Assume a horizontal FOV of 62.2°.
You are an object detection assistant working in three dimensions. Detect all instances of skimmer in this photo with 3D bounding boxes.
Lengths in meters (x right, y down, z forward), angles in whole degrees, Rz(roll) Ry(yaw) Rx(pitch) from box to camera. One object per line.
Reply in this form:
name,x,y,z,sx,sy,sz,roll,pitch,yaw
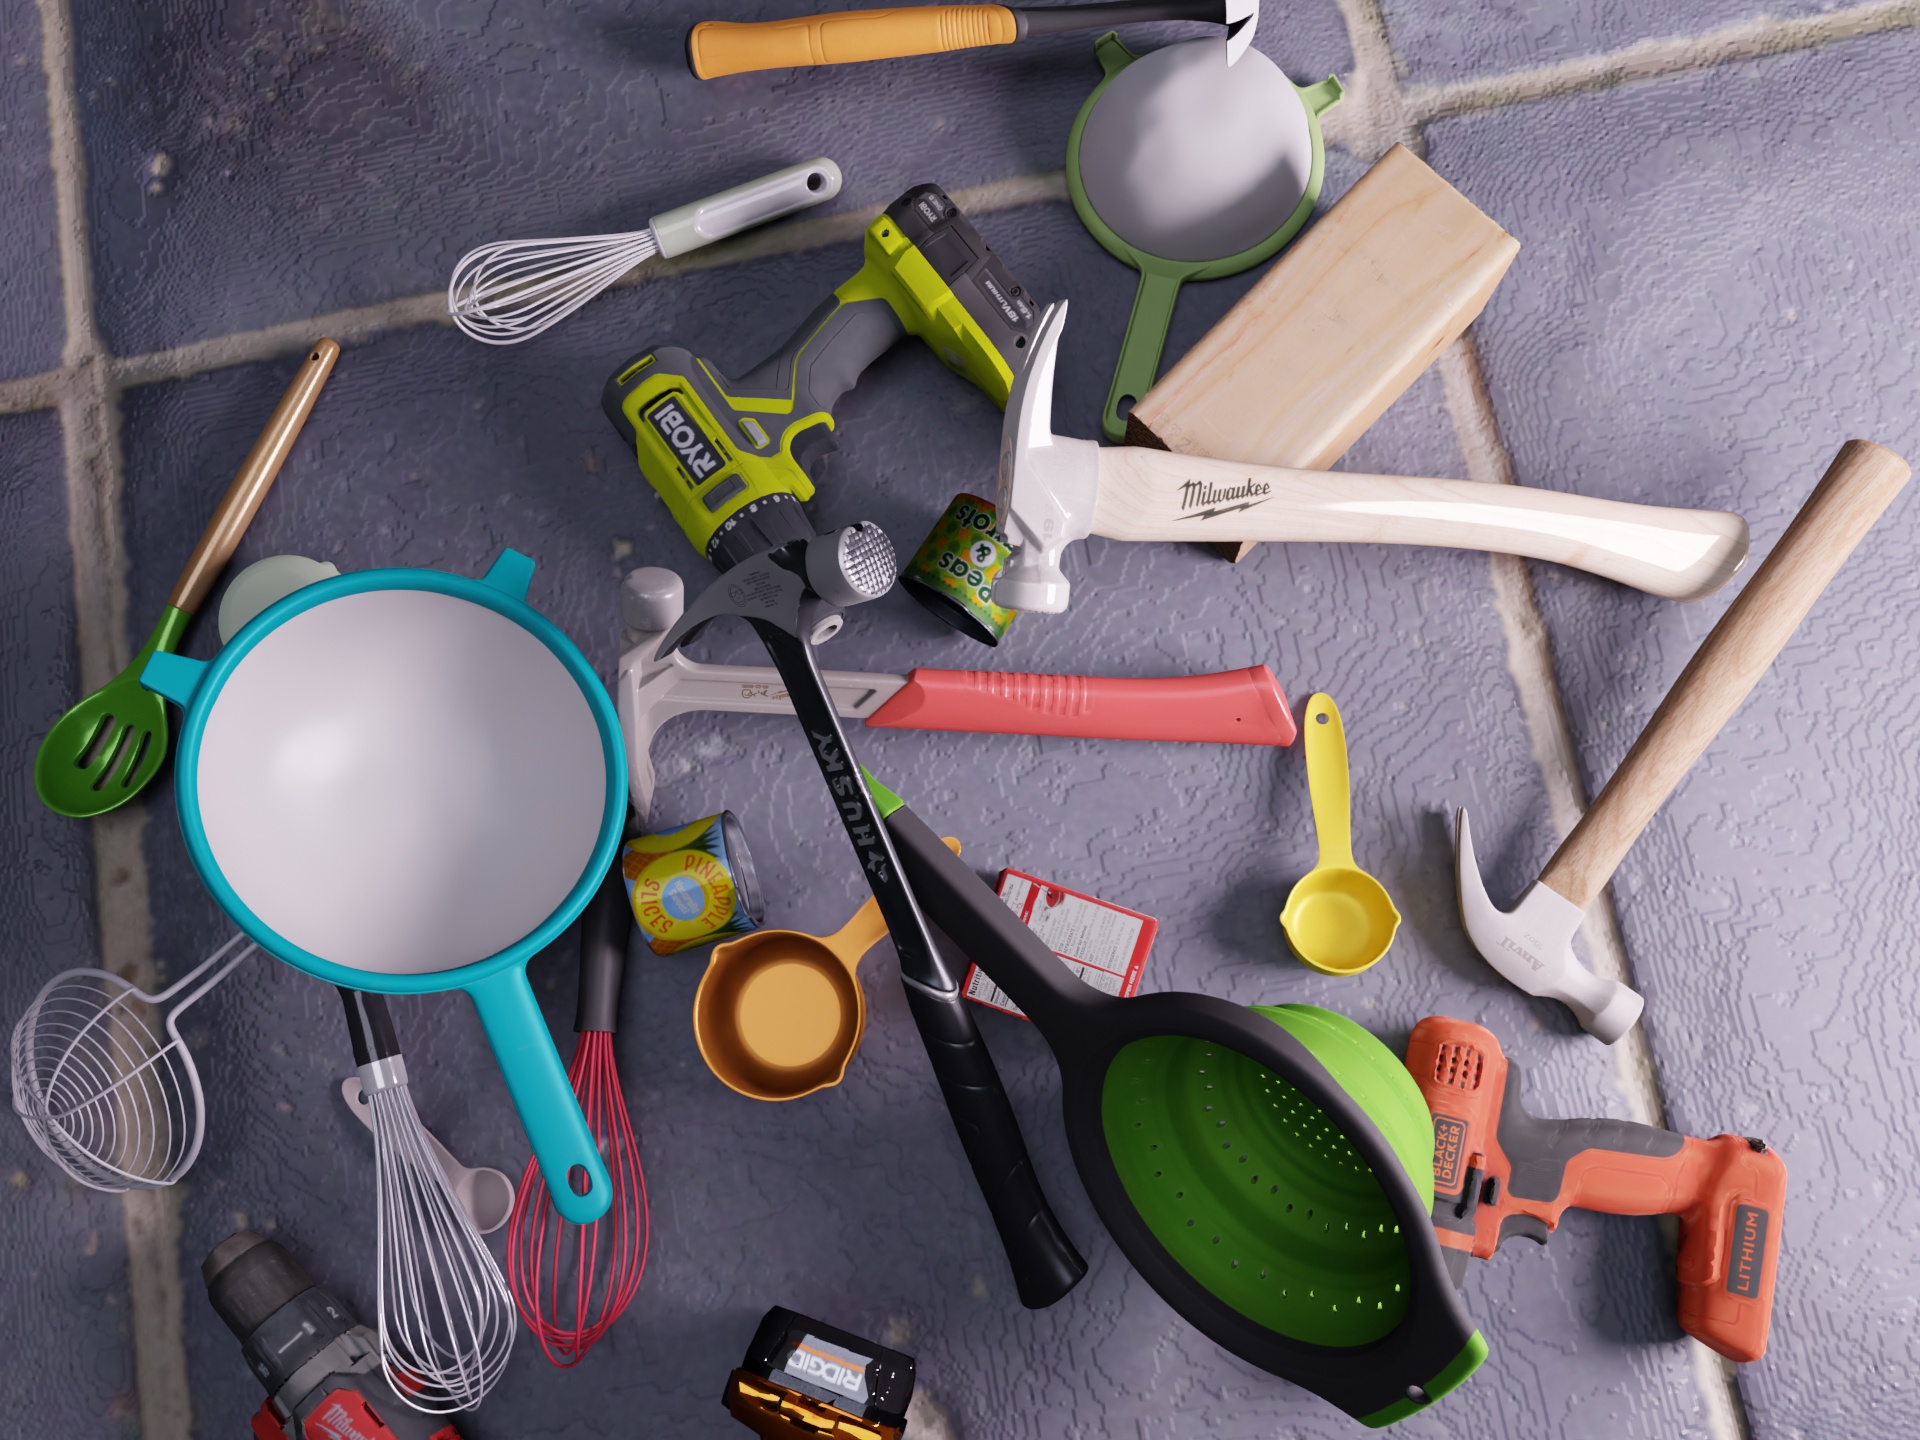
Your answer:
skimmer,-0.365,0.106,0.885,0.127,0.090,0.363,44,75,7

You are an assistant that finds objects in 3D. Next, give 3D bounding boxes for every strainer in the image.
strainer,-0.260,0.094,0.812,0.211,0.095,0.340,-22,90,-29
strainer,0.121,-0.285,0.899,0.151,0.069,0.256,15,79,7

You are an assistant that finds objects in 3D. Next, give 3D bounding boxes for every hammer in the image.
hammer,-0.027,0.110,0.775,0.149,0.036,0.408,-11,105,41
hammer,-0.001,-0.003,0.853,0.359,0.149,0.037,3,35,-4
hammer,0.219,-0.116,0.804,0.410,0.038,0.146,3,100,-15
hammer,0.376,-0.003,0.824,0.130,0.031,0.331,35,92,11
hammer,0.000,-0.397,0.916,0.337,0.034,0.127,0,36,12

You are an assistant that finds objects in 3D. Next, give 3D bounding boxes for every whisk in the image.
whisk,-0.195,0.185,0.844,0.073,0.073,0.296,1,74,5
whisk,-0.289,0.214,0.820,0.070,0.070,0.285,-17,83,1
whisk,-0.186,-0.281,0.936,0.246,0.059,0.057,-21,117,-4

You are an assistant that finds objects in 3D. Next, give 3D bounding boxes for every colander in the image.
colander,0.099,0.149,0.779,0.397,0.204,0.094,44,49,18

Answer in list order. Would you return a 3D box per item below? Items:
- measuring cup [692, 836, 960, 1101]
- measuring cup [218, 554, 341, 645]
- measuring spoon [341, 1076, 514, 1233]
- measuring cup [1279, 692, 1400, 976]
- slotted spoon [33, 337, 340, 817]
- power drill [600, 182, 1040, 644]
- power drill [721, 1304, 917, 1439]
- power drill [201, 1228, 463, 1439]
measuring cup,-0.063,0.127,0.847,0.173,0.052,0.095,-44,80,-8
measuring cup,-0.344,-0.044,0.905,0.167,0.038,0.083,19,81,10
measuring spoon,-0.289,0.232,0.865,0.124,0.018,0.034,34,89,16
measuring cup,0.198,0.061,0.856,0.062,0.029,0.157,-1,67,4
slotted spoon,-0.441,-0.086,0.929,0.070,0.031,0.314,23,80,8
power drill,-0.063,-0.170,0.889,0.228,0.080,0.191,-37,76,0
power drill,-0.094,0.405,0.755,0.084,0.164,0.227,18,69,8
power drill,-0.379,0.396,0.809,0.227,0.080,0.188,-44,79,-7
